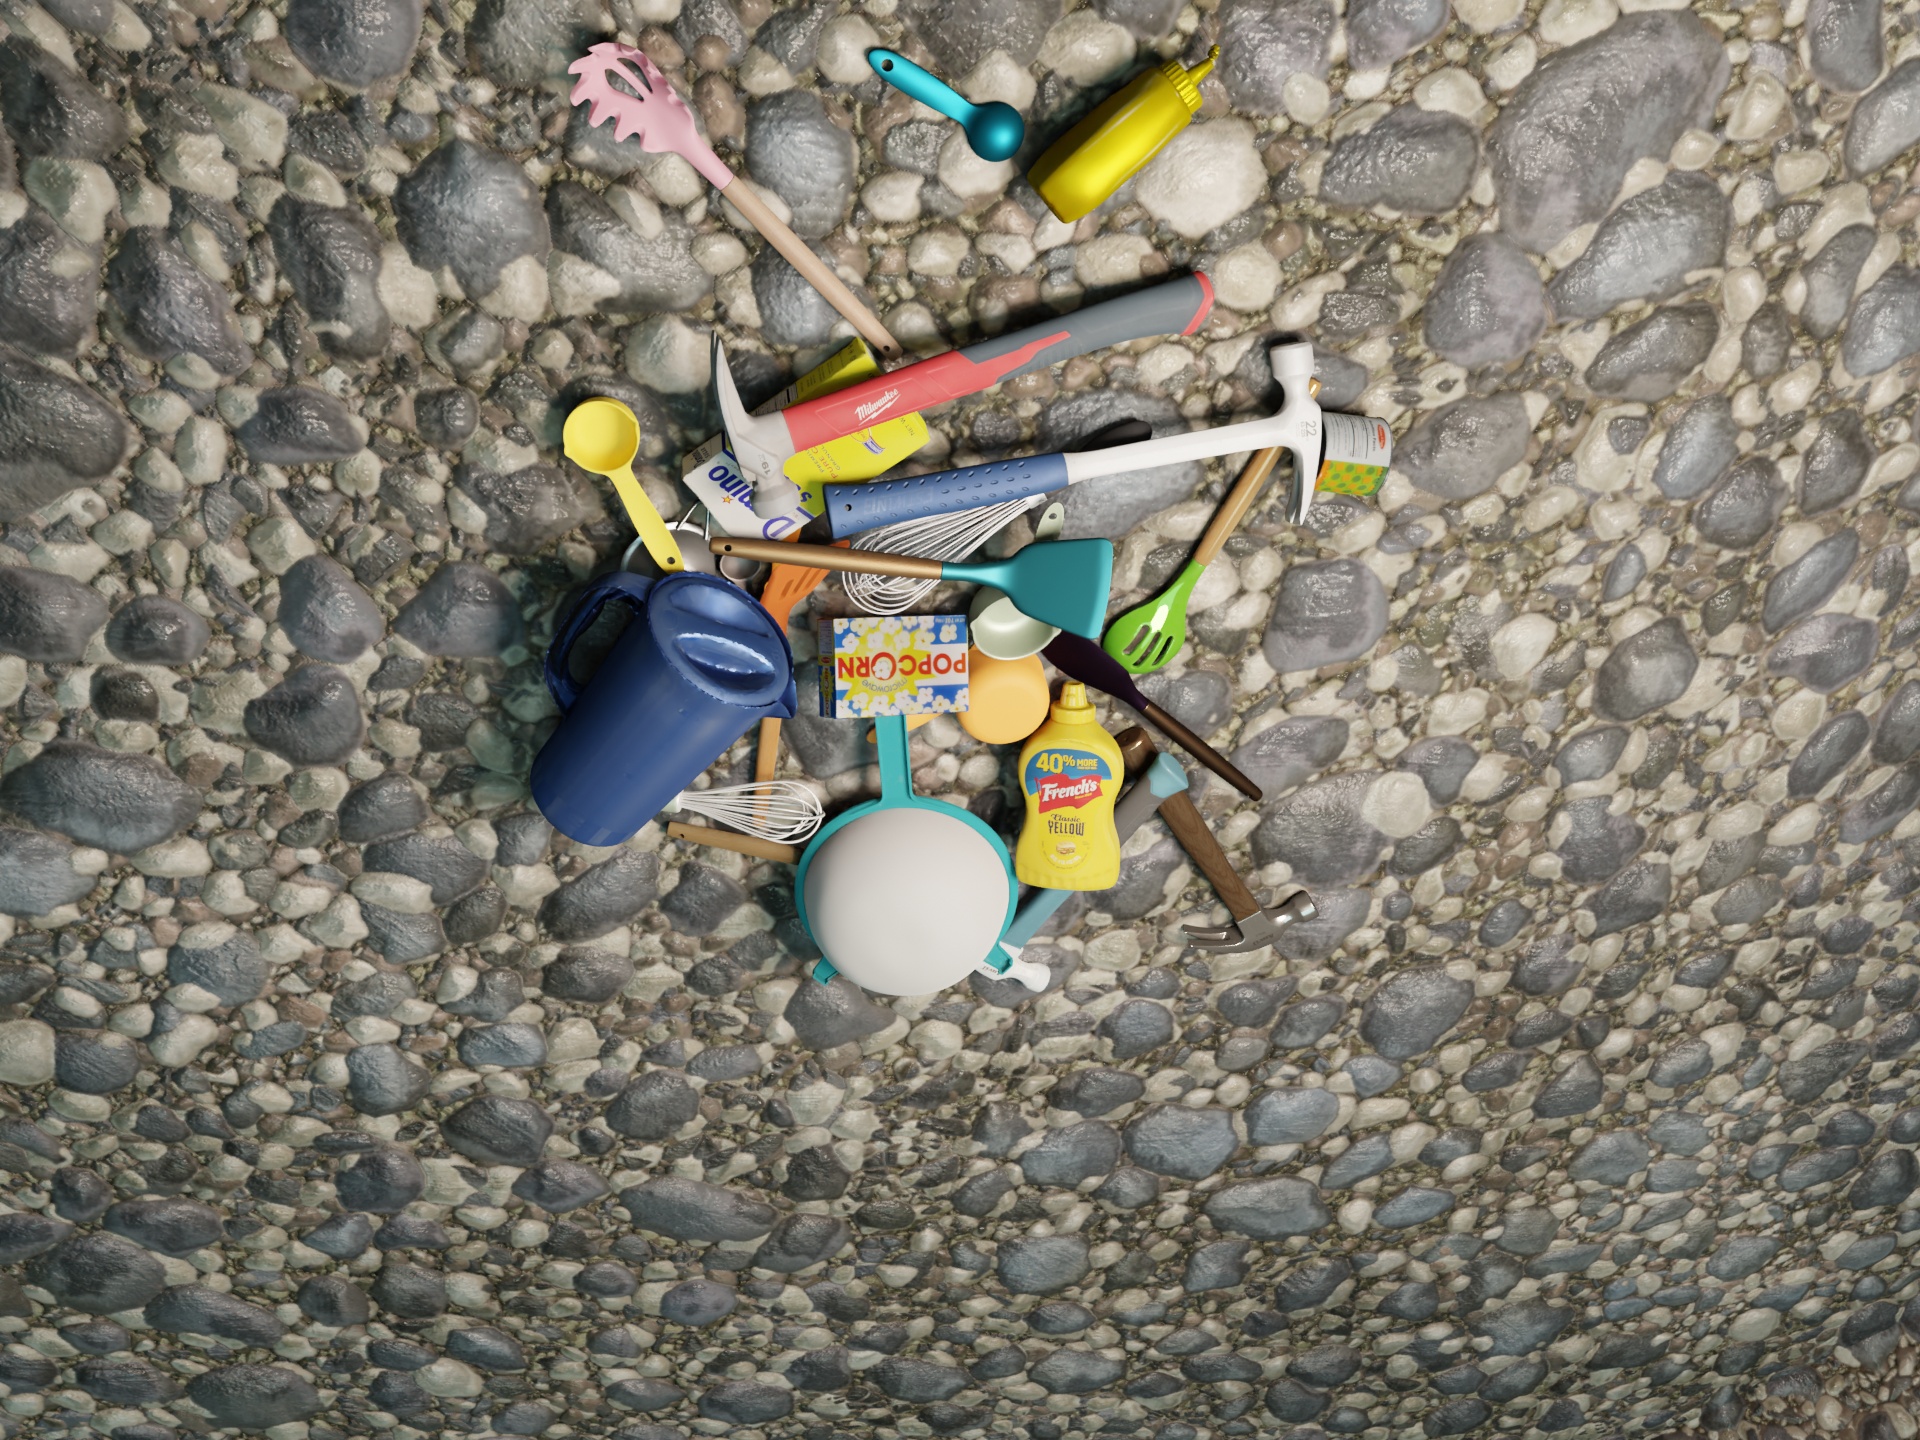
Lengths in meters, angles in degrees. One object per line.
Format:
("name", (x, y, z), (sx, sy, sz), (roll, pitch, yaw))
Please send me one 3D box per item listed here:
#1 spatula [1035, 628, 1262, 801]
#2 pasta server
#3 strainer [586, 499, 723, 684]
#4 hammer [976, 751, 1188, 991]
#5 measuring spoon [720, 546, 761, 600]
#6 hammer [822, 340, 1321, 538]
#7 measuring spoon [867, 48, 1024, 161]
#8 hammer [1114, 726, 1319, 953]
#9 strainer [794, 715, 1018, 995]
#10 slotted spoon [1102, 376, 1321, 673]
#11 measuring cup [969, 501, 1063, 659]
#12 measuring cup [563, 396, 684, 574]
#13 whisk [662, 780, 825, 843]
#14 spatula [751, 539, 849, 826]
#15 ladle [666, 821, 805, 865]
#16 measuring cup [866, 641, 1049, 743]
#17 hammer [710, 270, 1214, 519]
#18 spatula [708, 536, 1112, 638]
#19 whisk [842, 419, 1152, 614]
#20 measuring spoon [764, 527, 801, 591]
("spatula", (0.184, -0.002, 1.481), (0.315, 0.018, 0.060), (35, 146, -32))
("pasta server", (-0.150, -0.363, 1.142), (0.060, 0.040, 0.316), (-30, 128, 27))
("strainer", (-0.272, -0.074, 1.336), (0.086, 0.050, 0.258), (16, 126, -36))
("hammer", (0.113, 0.148, 1.554), (0.128, 0.033, 0.331), (24, 126, -23))
("measuring spoon", (-0.182, -0.102, 1.349), (0.034, 0.018, 0.124), (-9, 134, -8))
("hammer", (0.094, -0.195, 1.262), (0.405, 0.035, 0.144), (-12, 104, -8))
("measuring spoon", (-0.009, -0.435, 1.123), (0.128, 0.021, 0.042), (22, 119, -26))
("hammer", (0.237, 0.125, 1.582), (0.130, 0.031, 0.331), (-30, 126, 11))
("strainer", (-0.054, 0.126, 1.435), (0.211, 0.095, 0.340), (-3, 120, 1))
("slotted spoon", (0.218, -0.159, 1.371), (0.070, 0.031, 0.313), (20, 119, -20))
("measuring cup", (0.055, -0.125, 1.347), (0.083, 0.038, 0.167), (3, 132, -18))
("measuring cup", (-0.257, -0.182, 1.249), (0.062, 0.029, 0.156), (-23, 119, 6))
("whisk", (-0.244, 0.071, 1.429), (0.246, 0.059, 0.058), (7, 99, -1))
("spatula", (-0.157, -0.024, 1.390), (0.081, 0.041, 0.322), (-26, 141, -39))
("ladle", (-0.120, 0.128, 1.520), (0.320, 0.062, 0.078), (13, 130, -11))
("measuring cup", (-0.002, -0.005, 1.426), (0.173, 0.052, 0.095), (-24, 127, 5))
("hammer", (0.007, -0.279, 1.194), (0.386, 0.038, 0.143), (-21, 121, -8))
("spatula", (-0.040, -0.122, 1.263), (0.317, 0.044, 0.082), (5, 104, -10))
("whisk", (0.032, -0.171, 1.311), (0.284, 0.070, 0.070), (-28, 126, 5))
("measuring spoon", (-0.144, -0.154, 1.319), (0.021, 0.011, 0.116), (8, 121, -13))
